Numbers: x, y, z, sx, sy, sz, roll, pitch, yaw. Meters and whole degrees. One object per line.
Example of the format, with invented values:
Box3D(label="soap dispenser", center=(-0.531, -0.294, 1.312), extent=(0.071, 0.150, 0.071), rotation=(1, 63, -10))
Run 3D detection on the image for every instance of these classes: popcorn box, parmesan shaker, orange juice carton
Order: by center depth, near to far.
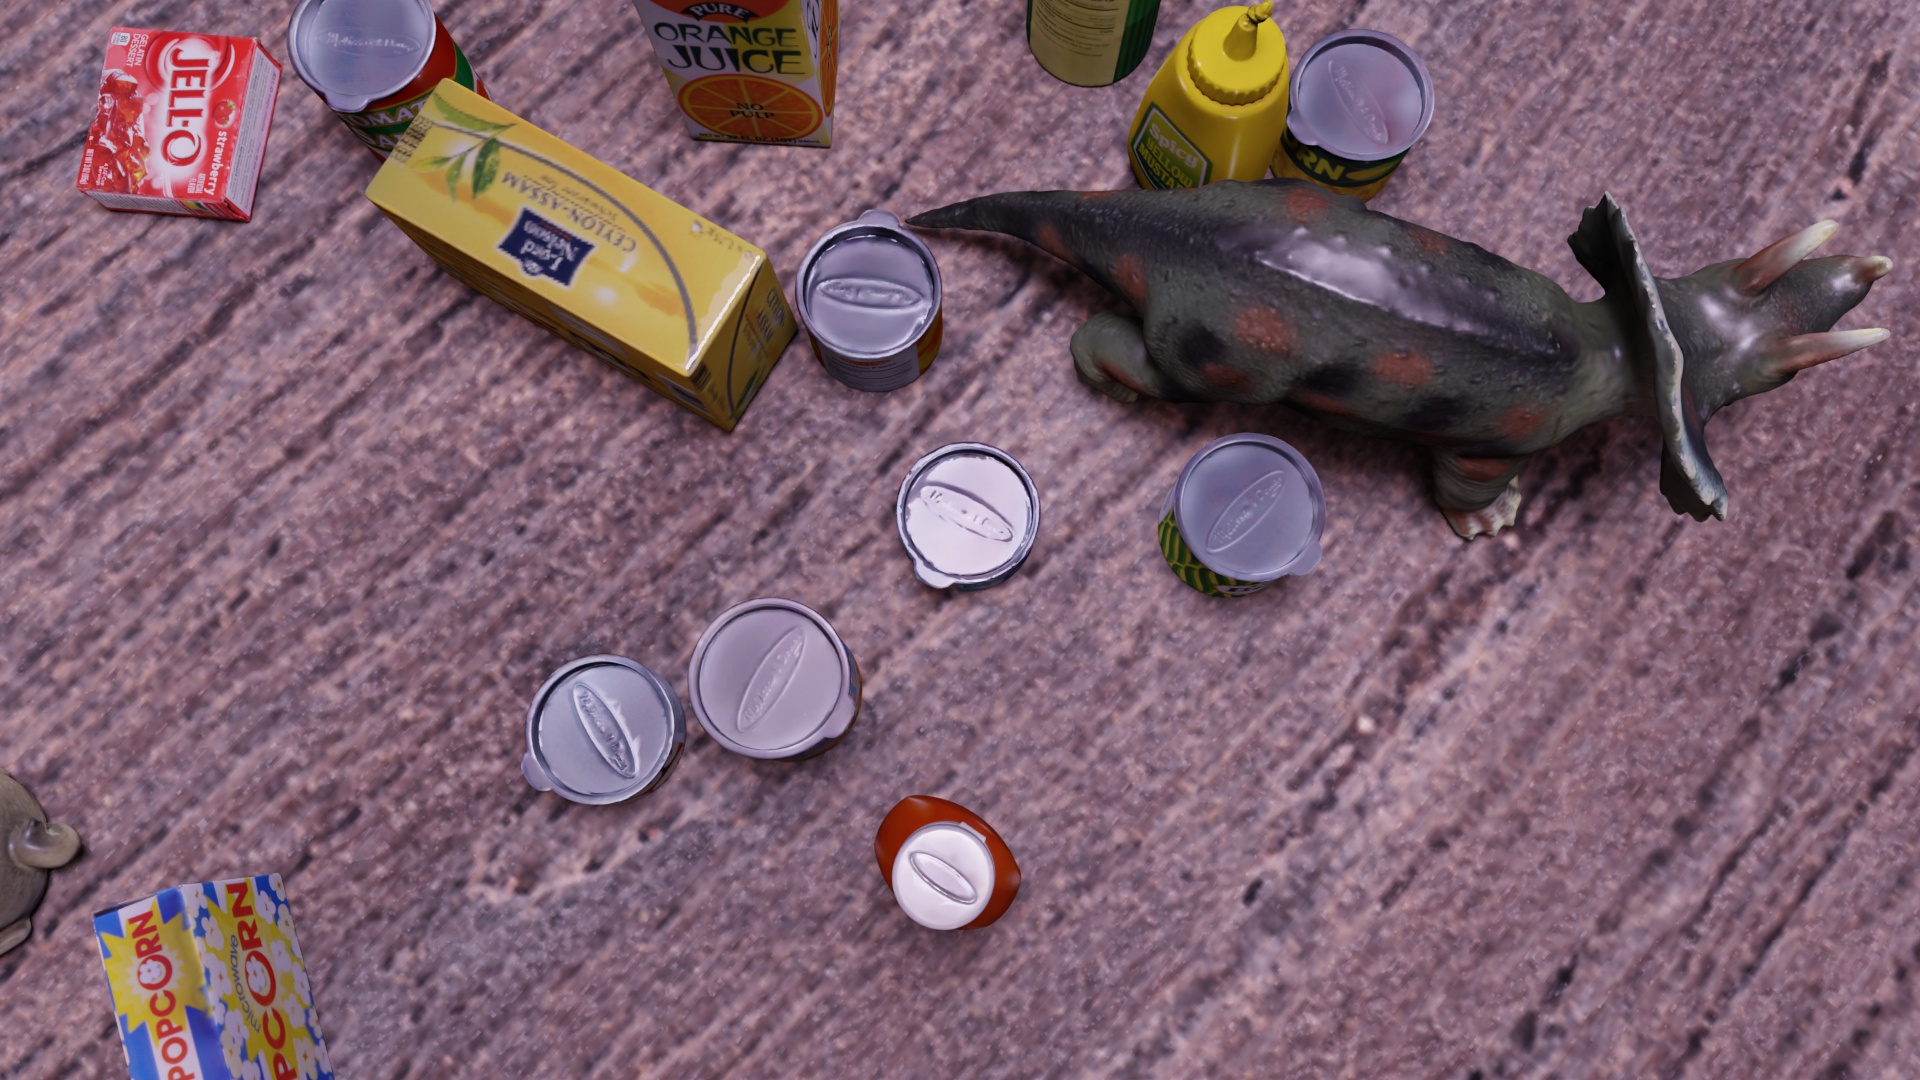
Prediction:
Box3D(label="popcorn box", center=(-0.304, 0.206, 0.576), extent=(0.038, 0.085, 0.127), rotation=(-20, 80, -3))
Box3D(label="orange juice carton", center=(-0.098, -0.249, 0.608), extent=(0.072, 0.192, 0.073), rotation=(3, 80, 1))
Box3D(label="parmesan shaker", center=(0.063, -0.272, 0.658), extent=(0.071, 0.103, 0.071), rotation=(0, 80, 0))

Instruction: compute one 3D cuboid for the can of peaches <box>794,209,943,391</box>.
Box3D(label="can of peaches", center=(-0.040, -0.110, 0.650), extent=(0.071, 0.058, 0.071), rotation=(0, 79, 0))

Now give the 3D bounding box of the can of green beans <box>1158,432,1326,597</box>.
Box3D(label="can of green beans", center=(0.126, -0.010, 0.630), extent=(0.071, 0.057, 0.071), rotation=(0, 79, 0))

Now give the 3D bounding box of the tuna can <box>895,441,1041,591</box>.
Box3D(label="tuna can", center=(0.002, -0.008, 0.643), extent=(0.071, 0.032, 0.071), rotation=(0, 79, 0))

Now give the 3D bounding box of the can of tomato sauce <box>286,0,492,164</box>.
Box3D(label="can of tomato sauce", center=(-0.266, -0.217, 0.658), extent=(0.071, 0.083, 0.071), rotation=(0, 80, 0))

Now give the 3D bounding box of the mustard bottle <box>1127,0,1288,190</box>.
Box3D(label="mustard bottle", center=(0.112, -0.193, 0.613), extent=(0.049, 0.160, 0.065), rotation=(-42, 82, -7))

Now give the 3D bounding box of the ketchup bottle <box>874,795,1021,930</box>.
Box3D(label="ketchup bottle", center=(-0.005, 0.130, 0.558), extent=(0.065, 0.148, 0.043), rotation=(34, 82, 6))

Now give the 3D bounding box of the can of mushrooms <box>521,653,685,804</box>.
Box3D(label="can of mushrooms", center=(-0.161, 0.087, 0.625), extent=(0.071, 0.033, 0.071), rotation=(0, 79, 0))

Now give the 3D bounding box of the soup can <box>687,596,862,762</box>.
Box3D(label="soup can", center=(-0.075, 0.064, 0.603), extent=(0.071, 0.083, 0.071), rotation=(0, 80, 0))

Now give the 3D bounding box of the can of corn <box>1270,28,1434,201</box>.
Box3D(label="can of corn", center=(0.183, -0.199, 0.666), extent=(0.071, 0.058, 0.071), rotation=(0, 79, 0))
